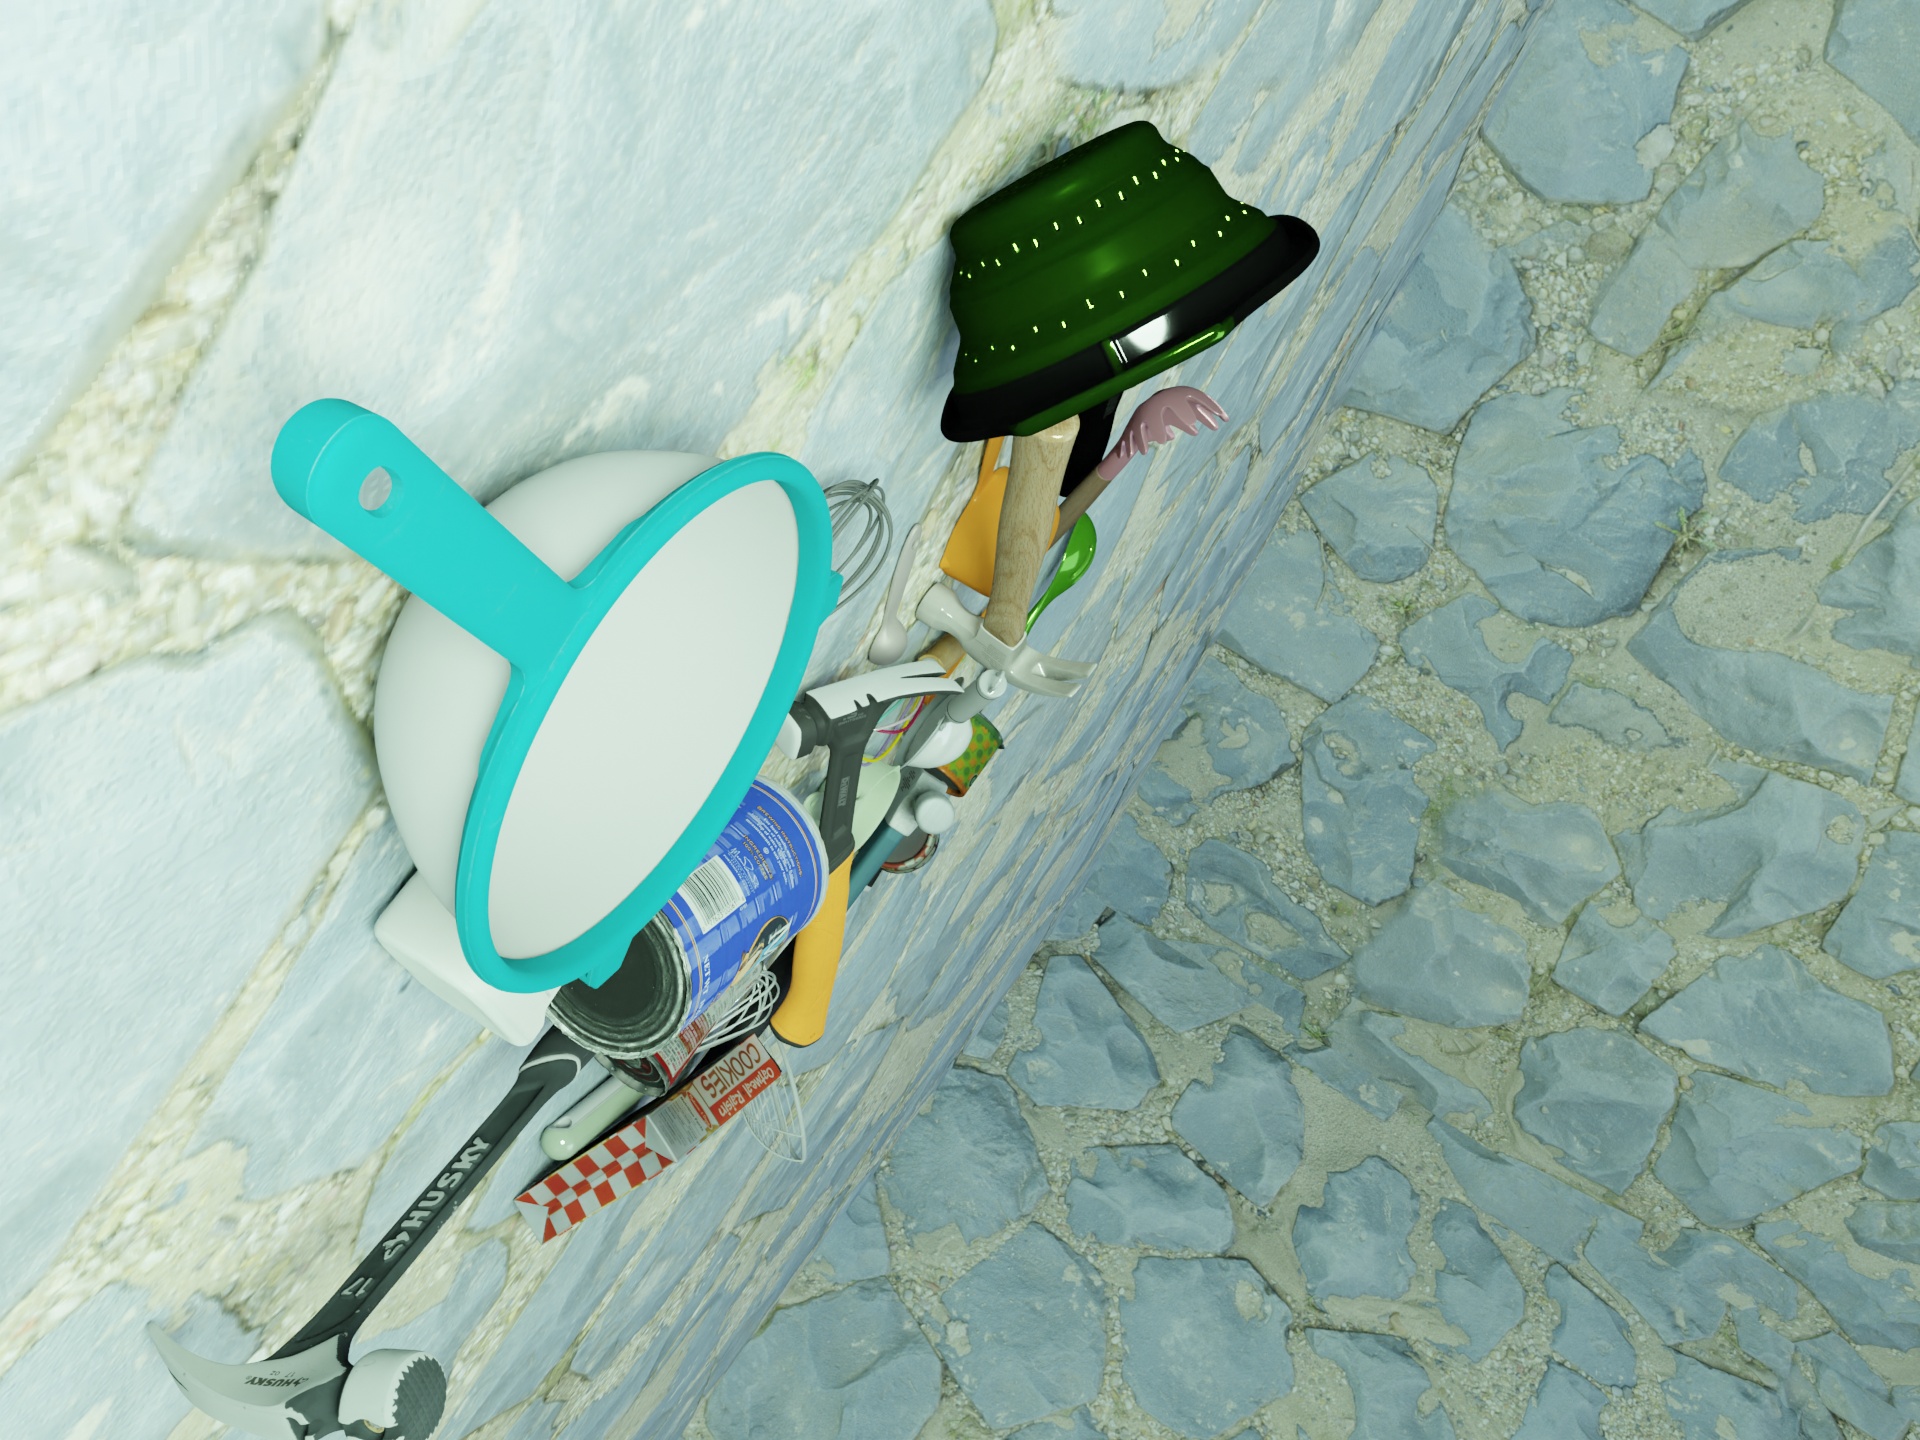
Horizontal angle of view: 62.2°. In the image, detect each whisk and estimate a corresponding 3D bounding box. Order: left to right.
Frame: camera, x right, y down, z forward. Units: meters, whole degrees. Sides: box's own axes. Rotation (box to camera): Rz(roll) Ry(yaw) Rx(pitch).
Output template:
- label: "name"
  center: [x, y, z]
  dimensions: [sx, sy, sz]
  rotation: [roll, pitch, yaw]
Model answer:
- label: "whisk"
  center: [-0.204, 0.231, 1.104]
  dimensions: [0.246, 0.058, 0.059]
  rotation: [-35, 120, -56]
- label: "whisk"
  center: [-0.114, -0.030, 0.787]
  dimensions: [0.239, 0.055, 0.055]
  rotation: [-50, 167, -12]
- label: "whisk"
  center: [-0.030, -0.034, 1.144]
  dimensions: [0.051, 0.047, 0.245]
  rotation: [-51, 178, 30]

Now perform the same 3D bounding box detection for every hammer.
- label: "hammer"
  center: [-0.220, 0.189, 0.793]
  dimensions: [0.409, 0.149, 0.036]
  rotation: [-55, 135, -60]
- label: "hammer"
  center: [-0.118, 0.172, 1.238]
  dimensions: [0.331, 0.033, 0.128]
  rotation: [-54, -162, 7]
- label: "hammer"
  center: [-0.084, 0.105, 1.082]
  dimensions: [0.127, 0.034, 0.336]
  rotation: [-19, 139, -33]
- label: "hammer"
  center: [0.038, -0.099, 0.972]
  dimensions: [0.031, 0.130, 0.331]
  rotation: [-51, 170, -18]
- label: "hammer"
  center: [0.096, -0.210, 1.086]
  dimensions: [0.146, 0.035, 0.334]
  rotation: [-38, 176, -3]

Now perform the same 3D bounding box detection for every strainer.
- label: "strainer"
  center: [-0.148, -0.032, 0.511]
  dimensions: [0.211, 0.095, 0.340]
  rotation: [-60, 166, -9]
- label: "strainer"
  center: [-0.002, -0.004, 1.129]
  dimensions: [0.087, 0.050, 0.258]
  rotation: [-57, -175, -15]

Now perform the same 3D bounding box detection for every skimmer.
- label: "skimmer"
  center: [-0.093, 0.208, 1.387]
  dimensions: [0.363, 0.090, 0.127]
  rotation: [-60, -159, -1]

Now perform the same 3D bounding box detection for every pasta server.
- label: "pasta server"
  center: [0.098, -0.162, 1.148]
  dimensions: [0.060, 0.040, 0.316]
  rotation: [-22, 171, -24]

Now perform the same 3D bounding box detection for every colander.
- label: "colander"
  center: [0.071, -0.258, 0.848]
  dimensions: [0.204, 0.094, 0.397]
  rotation: [-24, -161, 16]

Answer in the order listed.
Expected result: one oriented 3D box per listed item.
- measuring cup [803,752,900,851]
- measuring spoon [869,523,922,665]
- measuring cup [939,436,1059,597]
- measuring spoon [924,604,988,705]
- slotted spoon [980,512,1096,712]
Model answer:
- label: "measuring cup"
  center: [-0.092, 0.055, 1.125]
  dimensions: [0.083, 0.038, 0.167]
  rotation: [-59, 164, 2]
- label: "measuring spoon"
  center: [-0.036, -0.080, 1.042]
  dimensions: [0.034, 0.018, 0.124]
  rotation: [-48, 164, -41]
- label: "measuring cup"
  center: [0.037, -0.147, 1.082]
  dimensions: [0.095, 0.052, 0.173]
  rotation: [-53, 170, -26]
- label: "measuring spoon"
  center: [-0.001, -0.058, 1.280]
  dimensions: [0.117, 0.011, 0.021]
  rotation: [-56, 168, -27]
- label: "slotted spoon"
  center: [0.036, -0.049, 1.417]
  dimensions: [0.314, 0.031, 0.070]
  rotation: [-56, 169, -4]
